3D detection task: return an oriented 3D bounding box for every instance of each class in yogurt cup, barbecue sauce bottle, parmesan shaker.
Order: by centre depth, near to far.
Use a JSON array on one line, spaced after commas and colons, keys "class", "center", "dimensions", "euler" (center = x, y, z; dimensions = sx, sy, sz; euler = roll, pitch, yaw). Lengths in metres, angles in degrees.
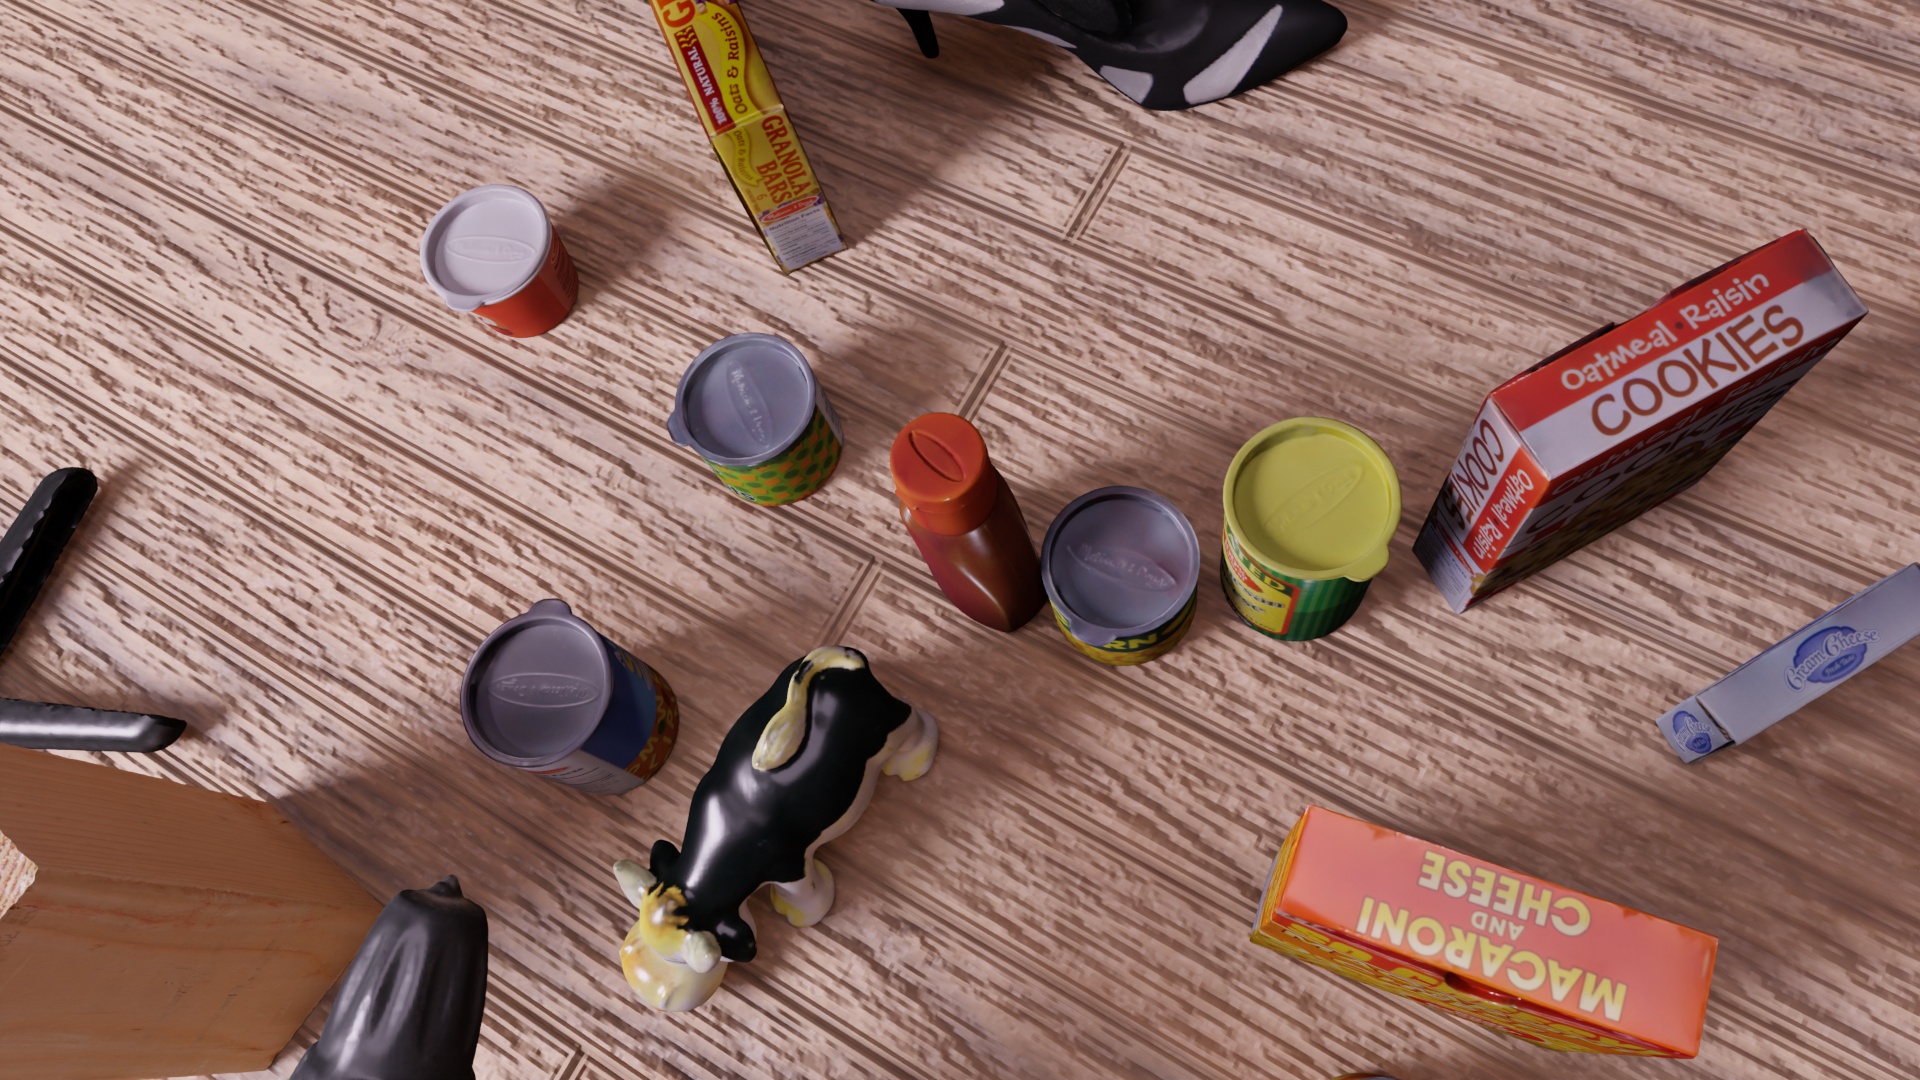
[{"class": "parmesan shaker", "center": [0.142, 0.001, 0.574], "dimensions": [0.071, 0.103, 0.071], "euler": [-3, 71, 8]}, {"class": "barbecue sauce bottle", "center": [0.002, -0.007, 0.575], "dimensions": [0.044, 0.148, 0.065], "euler": [-44, 71, -7]}, {"class": "yogurt cup", "center": [-0.231, -0.139, 0.708], "dimensions": [0.072, 0.053, 0.072], "euler": [-3, 71, 8]}]

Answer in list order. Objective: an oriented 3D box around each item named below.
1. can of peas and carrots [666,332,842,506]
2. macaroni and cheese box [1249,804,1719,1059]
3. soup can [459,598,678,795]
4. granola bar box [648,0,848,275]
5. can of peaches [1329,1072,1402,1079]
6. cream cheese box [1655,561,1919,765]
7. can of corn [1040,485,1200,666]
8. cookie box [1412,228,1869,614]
[{"class": "can of peas and carrots", "center": [-0.096, -0.054, 0.654], "dimensions": [0.071, 0.058, 0.071], "euler": [-3, 71, 8]}, {"class": "macaroni and cheese box", "center": [0.170, 0.141, 0.487], "dimensions": [0.124, 0.166, 0.040], "euler": [17, 75, 14]}, {"class": "soup can", "center": [-0.168, 0.071, 0.609], "dimensions": [0.071, 0.083, 0.071], "euler": [-3, 71, 8]}, {"class": "granola bar box", "center": [-0.115, -0.231, 0.684], "dimensions": [0.039, 0.124, 0.166], "euler": [-24, 69, 0]}, {"class": "can of peaches", "center": [0.153, 0.233, 0.516], "dimensions": [0.071, 0.058, 0.071], "euler": [-3, 71, 8]}, {"class": "cream cheese box", "center": [0.334, 0.051, 0.553], "dimensions": [0.104, 0.053, 0.024], "euler": [-31, 70, -2]}, {"class": "can of corn", "center": [0.069, 0.019, 0.603], "dimensions": [0.071, 0.058, 0.071], "euler": [-3, 71, 8]}, {"class": "cookie box", "center": [0.249, -0.038, 0.537], "dimensions": [0.123, 0.167, 0.040], "euler": [-28, 70, -1]}]
